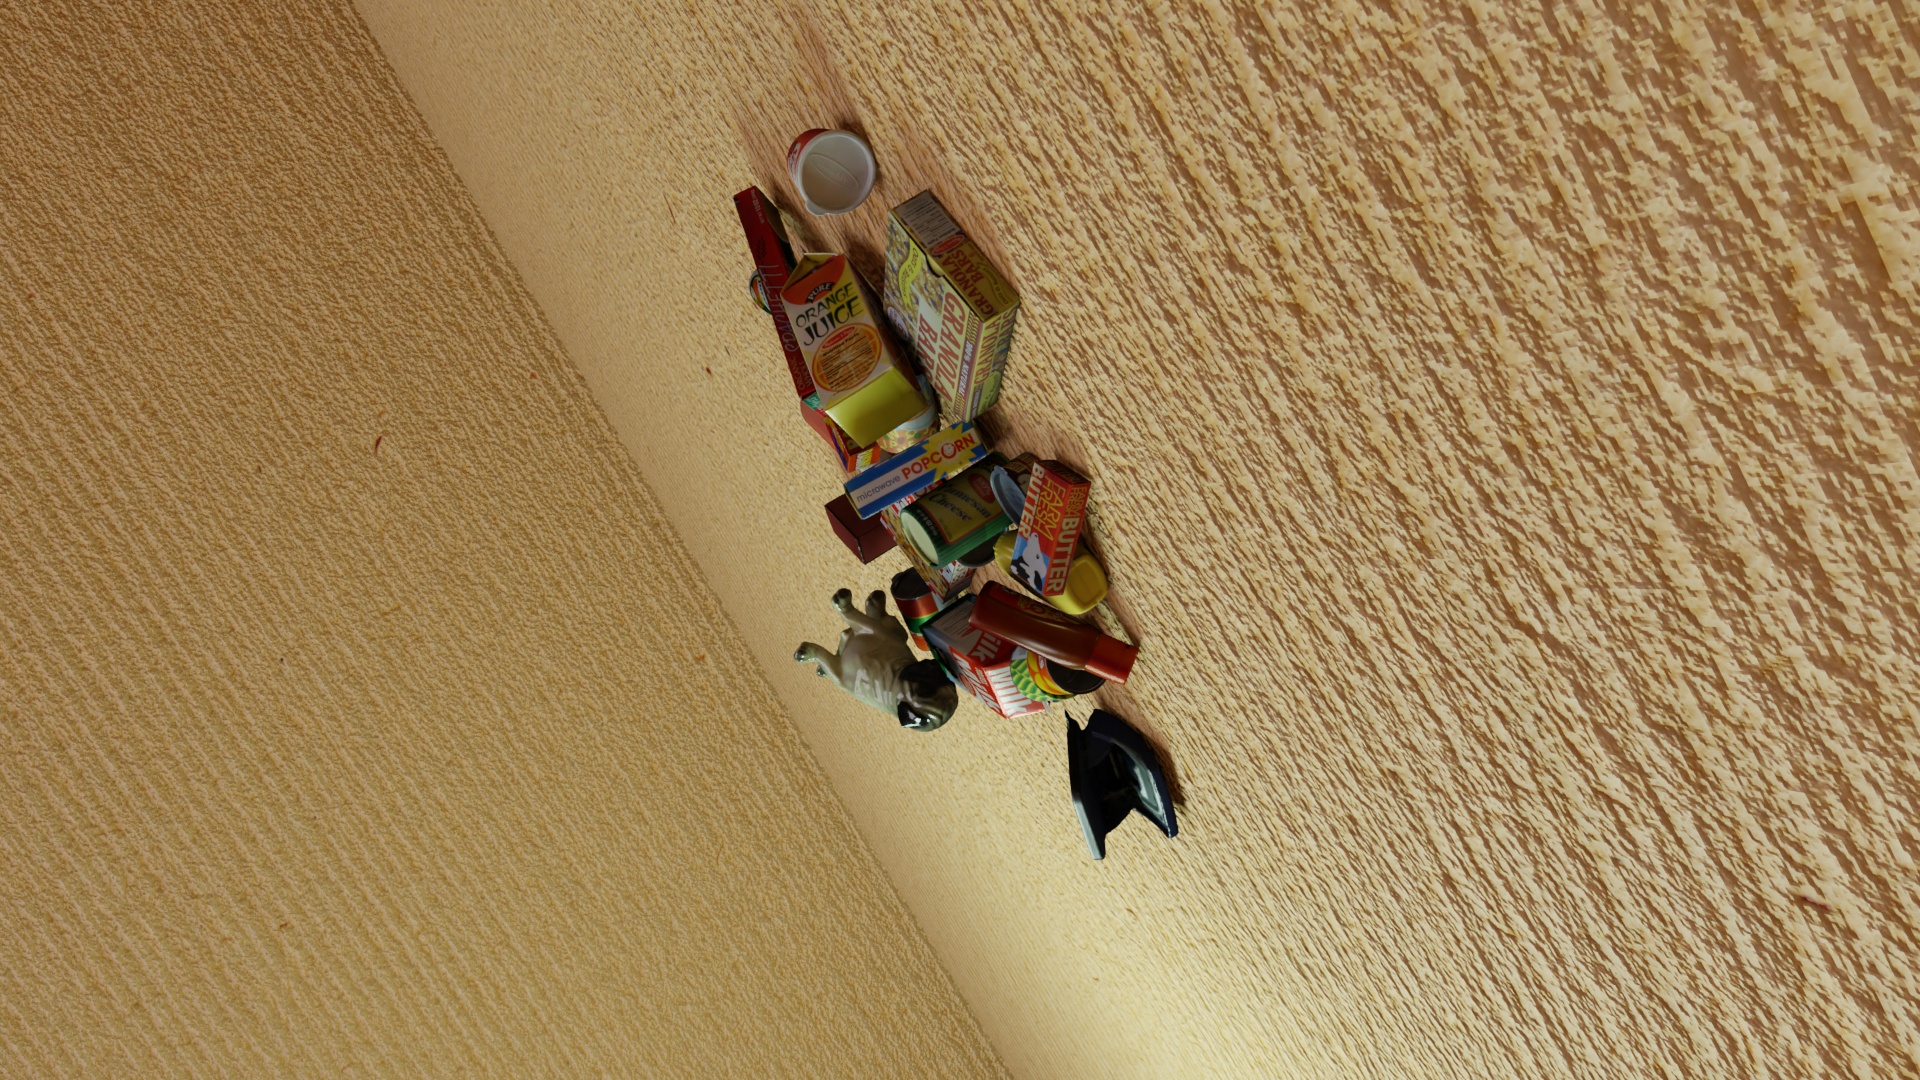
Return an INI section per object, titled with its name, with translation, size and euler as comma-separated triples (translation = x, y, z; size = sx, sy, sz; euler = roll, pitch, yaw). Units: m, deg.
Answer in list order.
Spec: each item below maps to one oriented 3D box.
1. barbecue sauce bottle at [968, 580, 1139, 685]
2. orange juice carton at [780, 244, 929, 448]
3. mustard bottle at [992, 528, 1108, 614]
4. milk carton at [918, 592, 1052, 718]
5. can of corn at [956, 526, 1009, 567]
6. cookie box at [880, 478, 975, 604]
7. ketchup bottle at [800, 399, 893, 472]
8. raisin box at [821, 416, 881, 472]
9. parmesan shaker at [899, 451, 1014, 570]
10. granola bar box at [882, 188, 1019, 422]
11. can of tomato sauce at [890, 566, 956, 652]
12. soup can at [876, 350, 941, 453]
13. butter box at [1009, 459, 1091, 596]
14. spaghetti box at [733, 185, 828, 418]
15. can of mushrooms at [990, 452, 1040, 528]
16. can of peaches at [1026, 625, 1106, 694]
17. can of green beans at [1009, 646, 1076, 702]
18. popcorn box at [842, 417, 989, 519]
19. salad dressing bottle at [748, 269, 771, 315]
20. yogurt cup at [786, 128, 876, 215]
[barbecue sauce bottle]
translation = 0.083, 0.083, 1.231
size = 0.148, 0.043, 0.065
euler = 23, -167, 8
[orange juice carton]
translation = -0.102, -0.184, 1.243
size = 0.071, 0.073, 0.193
euler = 45, -163, -54
[mustard bottle]
translation = 0.070, 0.018, 1.246
size = 0.160, 0.049, 0.065
euler = 27, 152, 59
[milk carton]
translation = 0.038, 0.127, 1.486
size = 0.191, 0.074, 0.072
euler = 26, 145, 59
[can of corn]
translation = 0.005, -0.017, 1.340
size = 0.058, 0.071, 0.071
euler = 34, 151, 52
[cookie box]
translation = -0.031, -0.013, 1.488
size = 0.123, 0.040, 0.167
euler = 53, 164, 12
[ketchup bottle]
translation = -0.123, -0.115, 1.551
size = 0.149, 0.044, 0.064
euler = 45, 160, 34
[raisin box]
translation = -0.120, -0.136, 1.386
size = 0.086, 0.040, 0.123
euler = 124, 122, -79
[parmesan shaker]
translation = 0.006, -0.024, 1.253
size = 0.071, 0.103, 0.071
euler = 49, 161, 24
[granola bar box]
translation = -0.012, -0.186, 1.129
size = 0.124, 0.039, 0.165
euler = 52, 162, 16
[can of tomato sauce]
translation = -0.038, 0.079, 1.618
size = 0.071, 0.071, 0.082
euler = 33, 151, 53
[soup can]
translation = -0.056, -0.132, 1.300
size = 0.071, 0.071, 0.083
euler = 42, 158, 41
[butter box]
translation = 0.073, -0.011, 1.146
size = 0.053, 0.024, 0.103
euler = 38, 123, 48
[spaghetti box]
translation = -0.166, -0.232, 1.337
size = 0.050, 0.028, 0.251
euler = 39, -153, -62
[can of mushrooms]
translation = 0.058, -0.042, 1.200
size = 0.071, 0.033, 0.070
euler = 50, 162, 23
[can of peaches]
translation = 0.099, 0.110, 1.295
size = 0.071, 0.071, 0.058
euler = 58, 164, -2
[can of green beans]
translation = 0.088, 0.123, 1.353
size = 0.071, 0.071, 0.057
euler = 58, 162, -3
[popcorn box]
translation = -0.038, -0.065, 1.231
size = 0.038, 0.127, 0.085
euler = 62, -177, -4
[salad dressing bottle]
translation = -0.174, -0.256, 1.442
size = 0.148, 0.044, 0.064
euler = 27, 145, 58
[yogurt cup]
translation = -0.110, -0.307, 1.143
size = 0.054, 0.072, 0.072
euler = 46, 161, 56
